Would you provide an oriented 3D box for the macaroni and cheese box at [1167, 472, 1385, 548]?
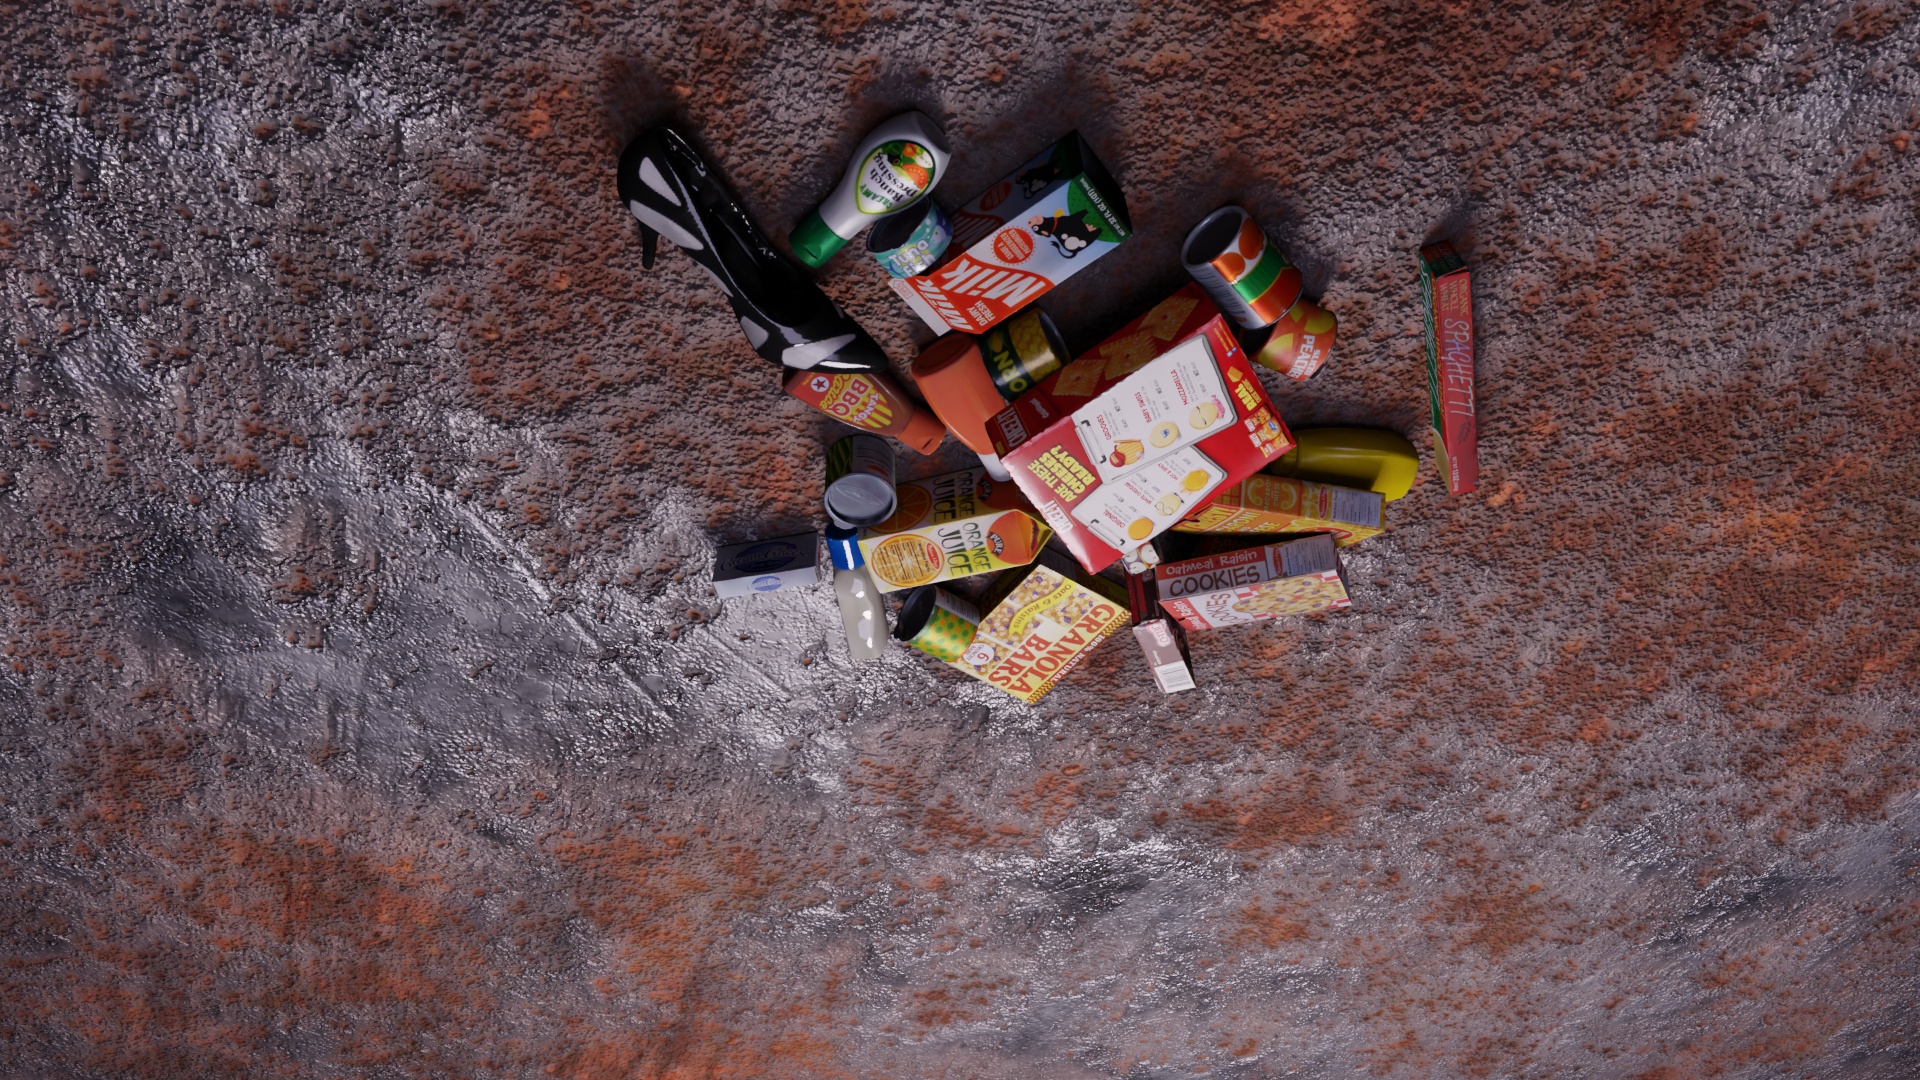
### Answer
[{"bbox_3d":[0.292,-0.026,1.299,0.167,0.040,0.123,8,168,-10],"label":"macaroni and cheese box"}]

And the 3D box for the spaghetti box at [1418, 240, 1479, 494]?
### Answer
[{"bbox_3d":[0.436,-0.148,1.234,0.028,0.050,0.248,-14,131,8],"label":"spaghetti box"}]

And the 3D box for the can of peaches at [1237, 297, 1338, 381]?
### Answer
[{"bbox_3d":[0.279,-0.175,1.187,0.058,0.071,0.071,20,128,-18],"label":"can of peaches"}]

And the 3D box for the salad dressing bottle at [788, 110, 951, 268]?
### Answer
[{"bbox_3d":[-0.074,-0.274,1.097,0.147,0.044,0.064,-37,123,26],"label":"salad dressing bottle"}]

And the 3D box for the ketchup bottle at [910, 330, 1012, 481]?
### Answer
[{"bbox_3d":[0.014,-0.115,1.242,0.065,0.044,0.148,-33,130,-1],"label":"ketchup bottle"}]

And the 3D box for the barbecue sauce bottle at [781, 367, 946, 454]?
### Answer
[{"bbox_3d":[-0.081,-0.126,1.230,0.148,0.044,0.064,29,122,-26],"label":"barbecue sauce bottle"}]

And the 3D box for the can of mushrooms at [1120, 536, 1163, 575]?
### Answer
[{"bbox_3d":[0.167,-0.003,1.336,0.033,0.071,0.070,-22,129,16],"label":"can of mushrooms"}]

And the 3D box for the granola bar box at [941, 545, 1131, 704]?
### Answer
[{"bbox_3d":[0.077,0.087,1.431,0.124,0.039,0.164,28,124,-24],"label":"granola bar box"}]

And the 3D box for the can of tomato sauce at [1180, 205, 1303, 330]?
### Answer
[{"bbox_3d":[0.232,-0.226,1.144,0.071,0.071,0.083,-36,124,26],"label":"can of tomato sauce"}]

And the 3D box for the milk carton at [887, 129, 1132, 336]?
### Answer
[{"bbox_3d":[0.037,-0.236,1.118,0.190,0.074,0.072,-31,126,23],"label":"milk carton"}]

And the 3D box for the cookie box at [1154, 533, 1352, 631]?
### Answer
[{"bbox_3d":[0.284,0.044,1.341,0.167,0.040,0.122,-11,159,19],"label":"cookie box"}]

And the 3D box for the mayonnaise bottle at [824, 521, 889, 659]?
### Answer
[{"bbox_3d":[-0.102,0.046,1.371,0.041,0.065,0.147,-3,128,10],"label":"mayonnaise bottle"}]

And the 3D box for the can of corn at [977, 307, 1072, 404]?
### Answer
[{"bbox_3d":[0.057,-0.157,1.191,0.058,0.071,0.071,-27,128,18],"label":"can of corn"}]

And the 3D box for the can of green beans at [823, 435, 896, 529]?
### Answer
[{"bbox_3d":[-0.092,-0.055,1.282,0.071,0.058,0.071,-2,132,-2],"label":"can of green beans"}]

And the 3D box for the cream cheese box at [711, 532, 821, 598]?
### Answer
[{"bbox_3d":[-0.187,0.024,1.350,0.104,0.054,0.024,-9,129,5],"label":"cream cheese box"}]

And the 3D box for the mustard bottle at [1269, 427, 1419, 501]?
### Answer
[{"bbox_3d":[0.342,-0.076,1.294,0.160,0.049,0.065,7,129,-8],"label":"mustard bottle"}]

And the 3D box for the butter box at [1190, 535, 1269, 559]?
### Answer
[{"bbox_3d":[0.287,0.010,1.384,0.103,0.024,0.052,7,130,-10],"label":"butter box"}]

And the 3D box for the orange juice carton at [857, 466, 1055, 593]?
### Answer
[{"bbox_3d":[0.005,-0.016,1.312,0.193,0.072,0.072,-12,131,7],"label":"orange juice carton"}]

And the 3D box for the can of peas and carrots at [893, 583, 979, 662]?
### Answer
[{"bbox_3d":[-0.024,0.085,1.404,0.058,0.071,0.070,29,124,-26],"label":"can of peas and carrots"}]

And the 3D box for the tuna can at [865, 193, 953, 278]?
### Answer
[{"bbox_3d":[-0.040,-0.242,1.110,0.071,0.071,0.032,-29,128,21],"label":"tuna can"}]
